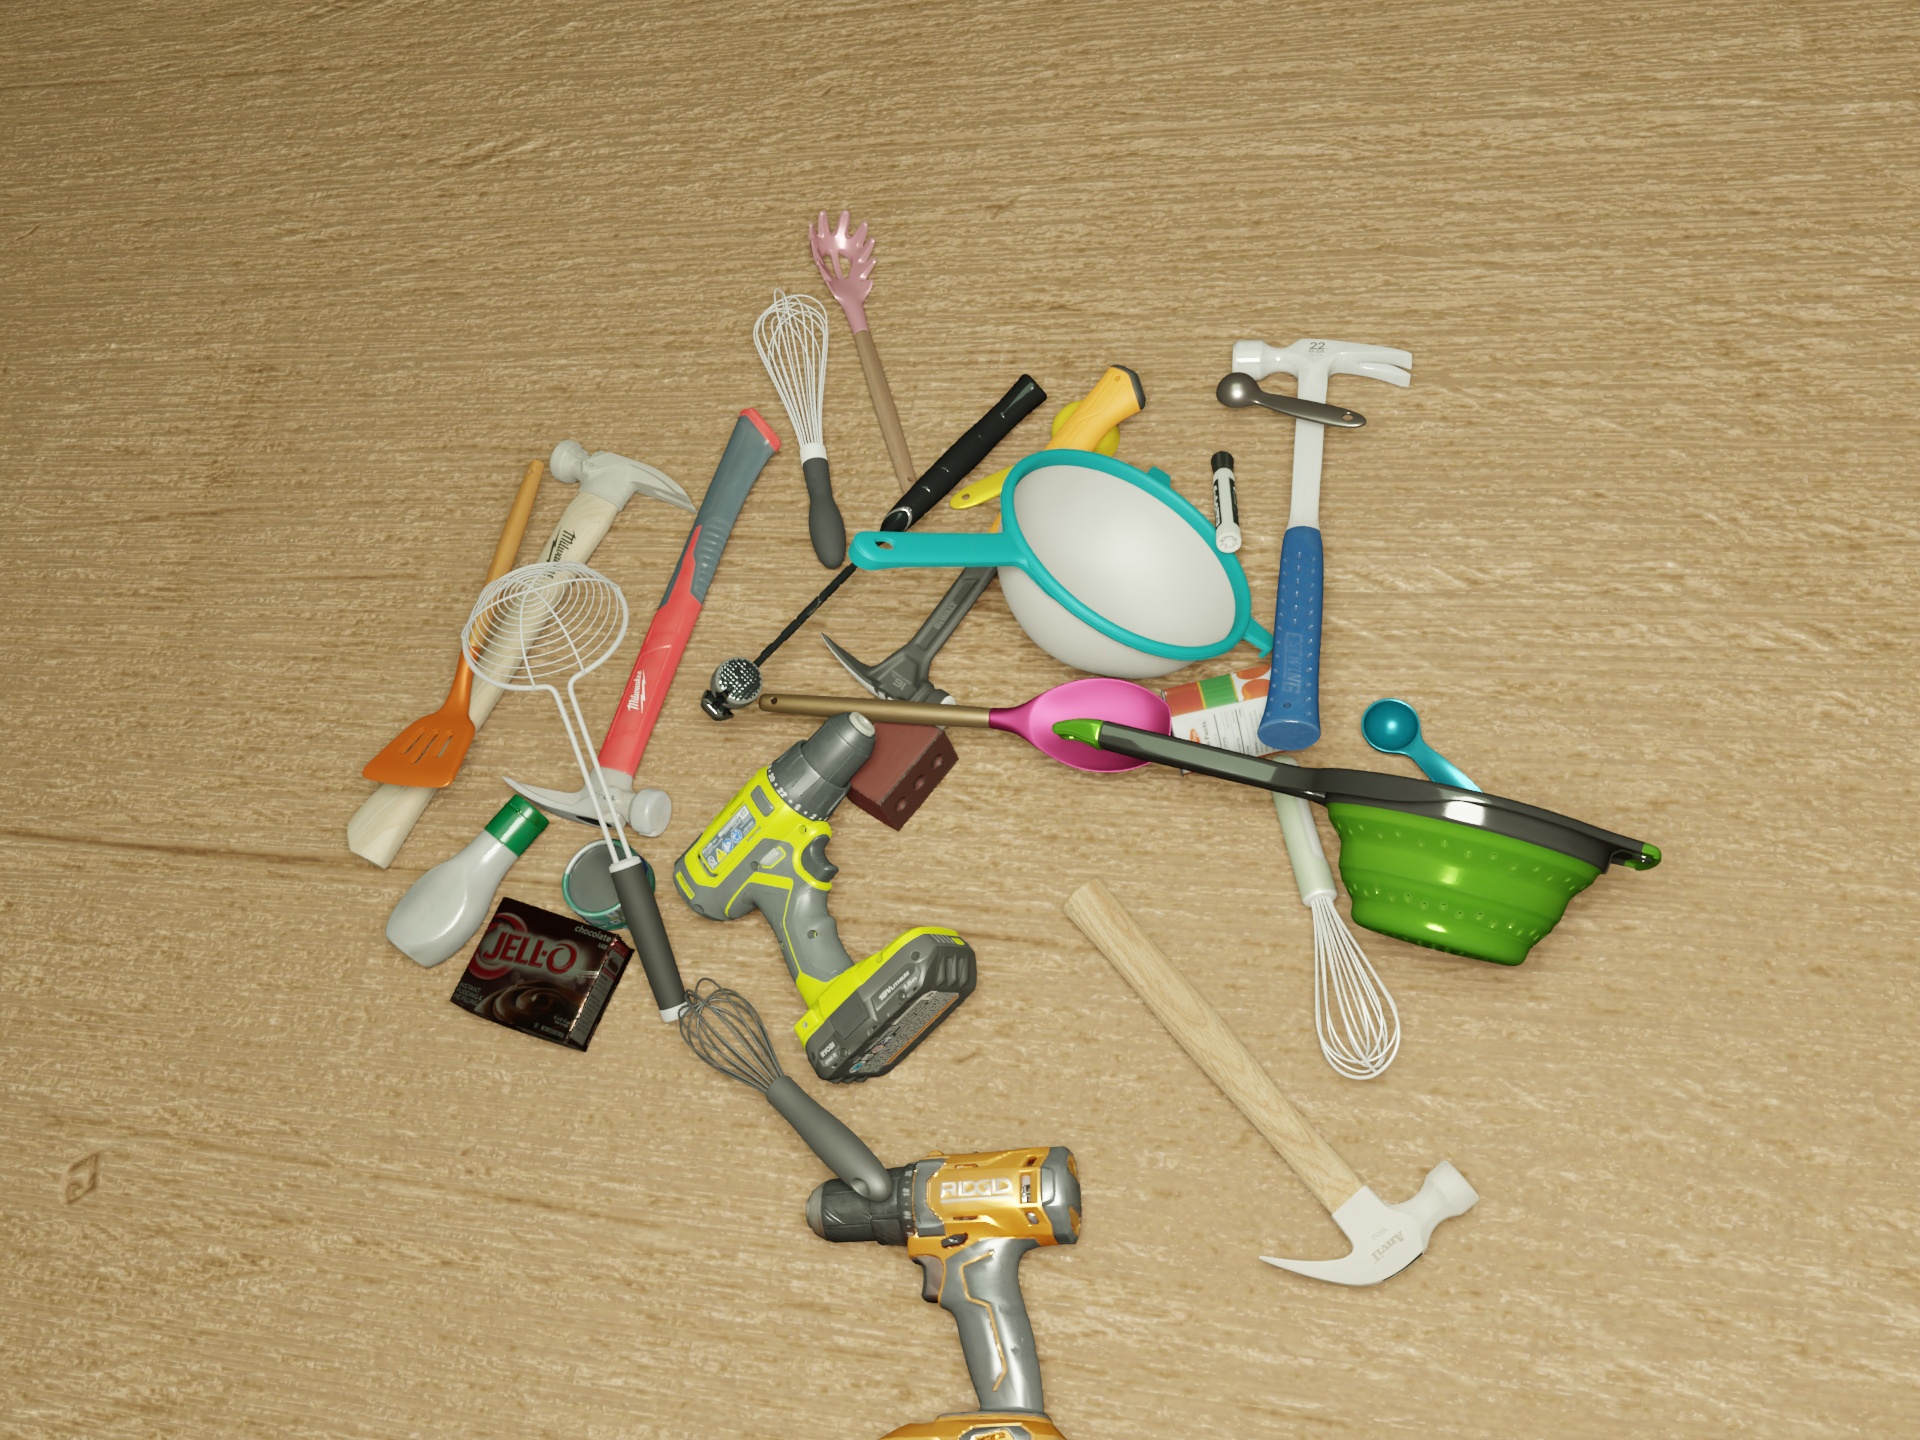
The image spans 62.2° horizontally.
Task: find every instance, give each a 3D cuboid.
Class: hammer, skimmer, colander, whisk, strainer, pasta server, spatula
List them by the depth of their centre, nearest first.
[{"bbox_3d":[0.241,0.083,1.050,0.397,0.204,0.094,14,85,19],"label":"colander"},{"bbox_3d":[0.180,0.234,1.069,0.130,0.031,0.332,-41,60,-1],"label":"hammer"},{"bbox_3d":[0.252,0.130,1.101,0.059,0.057,0.247,-32,51,32],"label":"whisk"},{"bbox_3d":[-0.124,0.254,1.103,0.055,0.055,0.239,-47,50,-11],"label":"whisk"},{"bbox_3d":[0.055,-0.098,1.164,0.340,0.095,0.211,-3,53,-34],"label":"strainer"},{"bbox_3d":[0.265,-0.150,1.200,0.144,0.035,0.406,2,53,14],"label":"hammer"},{"bbox_3d":[-0.274,0.051,1.211,0.127,0.090,0.363,-19,90,-10],"label":"skimmer"},{"bbox_3d":[0.032,-0.154,1.283,0.127,0.034,0.337,34,82,25],"label":"hammer"},{"bbox_3d":[-0.065,-0.145,1.286,0.036,0.149,0.409,45,69,-6],"label":"hammer"},{"bbox_3d":[-0.405,-0.086,1.331,0.081,0.041,0.323,6,66,15],"label":"spatula"},{"bbox_3d":[-0.250,-0.095,1.333,0.143,0.038,0.386,11,69,20],"label":"hammer"},{"bbox_3d":[-0.381,-0.055,1.354,0.146,0.038,0.411,21,71,21],"label":"hammer"},{"bbox_3d":[-0.133,-0.257,1.382,0.070,0.070,0.285,-15,66,6],"label":"whisk"},{"bbox_3d":[-0.080,-0.328,1.415,0.060,0.040,0.316,-7,61,-19],"label":"pasta server"}]

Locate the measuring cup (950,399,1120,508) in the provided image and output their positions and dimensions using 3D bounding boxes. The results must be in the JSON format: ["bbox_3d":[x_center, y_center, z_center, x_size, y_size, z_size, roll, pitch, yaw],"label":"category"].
[{"bbox_3d":[0.060,-0.220,1.330,0.156,0.029,0.062,-27,61,-2],"label":"measuring cup"}]

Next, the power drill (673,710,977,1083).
[{"bbox_3d":[-0.090,0.124,1.143,0.190,0.080,0.229,-46,61,16],"label":"power drill"}]

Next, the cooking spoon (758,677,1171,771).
[{"bbox_3d":[-0.002,-0.004,1.182,0.319,0.017,0.069,4,82,16],"label":"cooking spoon"}]

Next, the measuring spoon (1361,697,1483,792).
[{"bbox_3d":[0.340,0.036,1.145,0.042,0.021,0.129,-40,71,-9],"label":"measuring spoon"}]

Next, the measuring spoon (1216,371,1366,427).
[{"bbox_3d":[0.259,-0.252,1.246,0.124,0.018,0.034,20,59,25],"label":"measuring spoon"}]

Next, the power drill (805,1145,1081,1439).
[{"bbox_3d":[-0.013,0.390,1.019,0.185,0.084,0.226,-7,59,13],"label":"power drill"}]
